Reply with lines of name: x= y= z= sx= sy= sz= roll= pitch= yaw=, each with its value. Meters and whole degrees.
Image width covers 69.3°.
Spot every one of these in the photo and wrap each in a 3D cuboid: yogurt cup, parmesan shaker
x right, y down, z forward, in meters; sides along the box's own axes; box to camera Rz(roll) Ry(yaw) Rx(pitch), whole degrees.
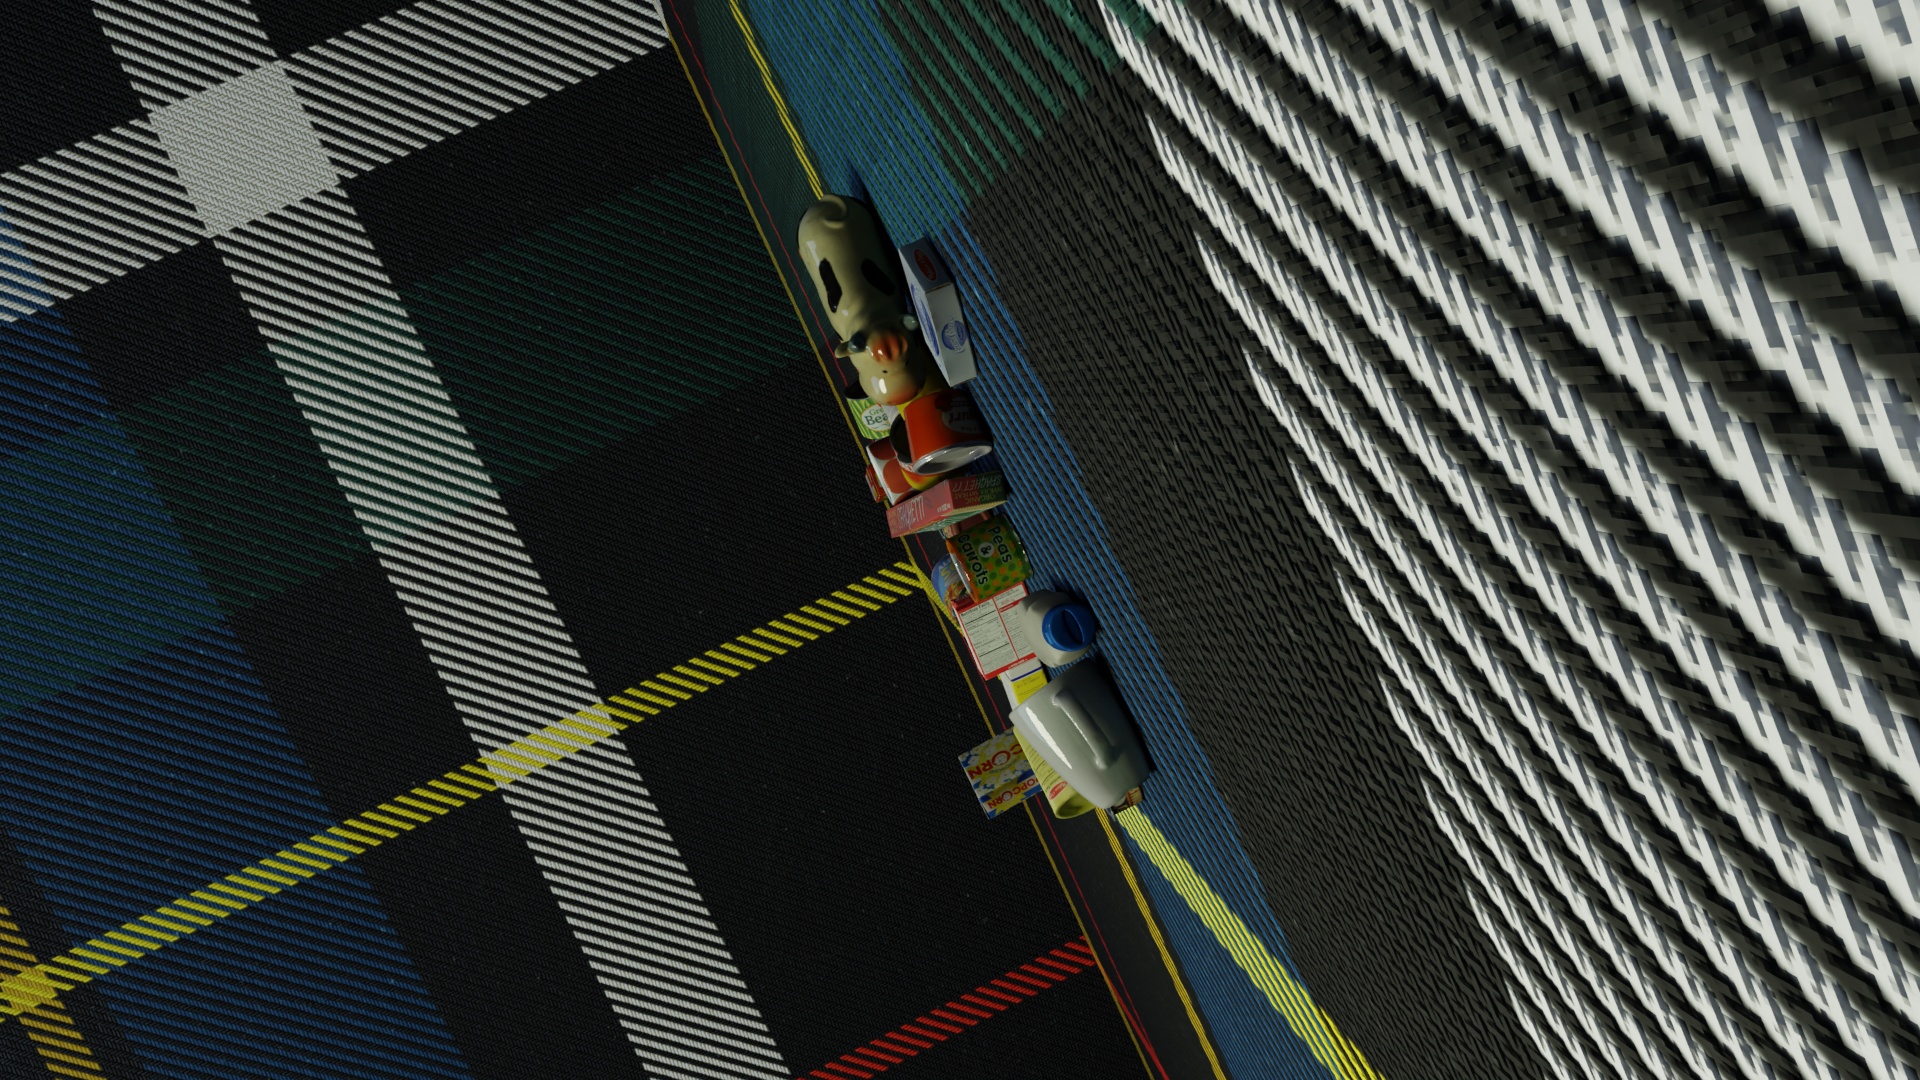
yogurt cup: x=-0.014 y=-0.090 z=1.140 sx=0.072 sy=0.072 sz=0.054 roll=93 pitch=159 yaw=-79
parmesan shaker: x=0.107 y=0.221 z=1.418 sx=0.071 sy=0.071 sz=0.103 roll=73 pitch=171 yaw=-59

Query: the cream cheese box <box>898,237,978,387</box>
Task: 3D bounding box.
cream cheese box: x=-0.015 y=-0.164 z=1.006 sx=0.103 sy=0.024 sz=0.053 roll=72 pitch=173 yaw=-54

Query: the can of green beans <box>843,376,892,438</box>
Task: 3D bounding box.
can of green beans: x=-0.097 y=-0.162 z=1.650 sx=0.057 sy=0.071 sz=0.071 roll=67 pitch=174 yaw=-32

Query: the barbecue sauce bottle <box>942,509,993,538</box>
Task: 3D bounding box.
barbecue sauce bottle: x=0.005 y=-0.018 z=1.412 sx=0.148 sy=0.044 sz=0.065 roll=-149 pitch=37 yaw=-82

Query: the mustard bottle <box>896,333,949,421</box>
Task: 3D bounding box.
mustard bottle: x=-0.053 y=-0.163 z=1.269 sx=0.065 sy=0.049 sz=0.161 roll=73 pitch=171 yaw=-49

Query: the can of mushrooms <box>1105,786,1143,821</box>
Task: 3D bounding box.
can of mushrooms: x=0.135 y=0.211 z=1.234 sx=0.071 sy=0.033 sz=0.071 roll=158 pitch=87 yaw=-85

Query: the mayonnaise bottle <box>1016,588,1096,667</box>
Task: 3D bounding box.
mayonnaise bottle: x=0.077 y=0.069 z=1.098 sx=0.065 sy=0.041 sz=0.148 roll=63 pitch=174 yaw=1

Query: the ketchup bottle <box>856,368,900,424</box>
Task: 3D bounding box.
ketchup bottle: x=-0.086 y=-0.181 z=1.559 sx=0.149 sy=0.043 sz=0.064 roll=61 pitch=174 yaw=40

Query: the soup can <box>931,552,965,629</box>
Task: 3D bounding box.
soup can: x=0.009 y=0.057 z=1.621 sx=0.071 sy=0.071 sz=0.084 roll=68 pitch=173 yaw=-32

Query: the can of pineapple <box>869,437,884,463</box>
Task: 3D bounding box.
can of pineapple: x=-0.073 y=-0.094 z=1.715 sx=0.058 sy=0.071 sz=0.070 roll=61 pitch=174 yaw=31

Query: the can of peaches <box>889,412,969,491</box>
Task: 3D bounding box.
can of peaches: x=-0.029 y=-0.084 z=1.286 sx=0.071 sy=0.071 sz=0.057 roll=62 pitch=175 yaw=31

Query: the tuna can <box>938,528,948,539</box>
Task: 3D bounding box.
tuna can: x=-0.018 y=-0.038 z=1.622 sx=0.071 sy=0.033 sz=0.071 roll=158 pitch=87 yaw=-85

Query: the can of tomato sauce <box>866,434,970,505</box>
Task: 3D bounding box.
can of tomato sauce: x=-0.042 y=-0.082 z=1.358 sx=0.071 sy=0.083 sz=0.071 roll=158 pitch=87 yaw=-85

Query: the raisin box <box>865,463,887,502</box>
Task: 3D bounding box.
raisin box: x=-0.061 y=-0.078 z=1.566 sx=0.123 sy=0.086 sz=0.040 roll=165 pitch=85 yaw=-85

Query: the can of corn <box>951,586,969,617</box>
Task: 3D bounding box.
can of corn: x=0.032 y=0.077 z=1.439 sx=0.071 sy=0.071 sz=0.058 roll=67 pitch=174 yaw=-22

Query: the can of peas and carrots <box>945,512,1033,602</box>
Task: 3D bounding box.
can of peas and carrots: x=0.026 y=0.015 z=1.263 sx=0.071 sy=0.059 sz=0.071 roll=63 pitch=175 yaw=11

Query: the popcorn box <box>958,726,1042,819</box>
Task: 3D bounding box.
popcorn box: x=0.070 y=0.255 z=1.603 sx=0.038 sy=0.127 sz=0.085 roll=63 pitch=177 yaw=-31

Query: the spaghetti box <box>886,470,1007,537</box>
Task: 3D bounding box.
spaghetti box: x=-0.017 y=-0.031 z=1.262 sx=0.249 sy=0.050 sz=0.028 roll=160 pitch=100 yaw=-74
